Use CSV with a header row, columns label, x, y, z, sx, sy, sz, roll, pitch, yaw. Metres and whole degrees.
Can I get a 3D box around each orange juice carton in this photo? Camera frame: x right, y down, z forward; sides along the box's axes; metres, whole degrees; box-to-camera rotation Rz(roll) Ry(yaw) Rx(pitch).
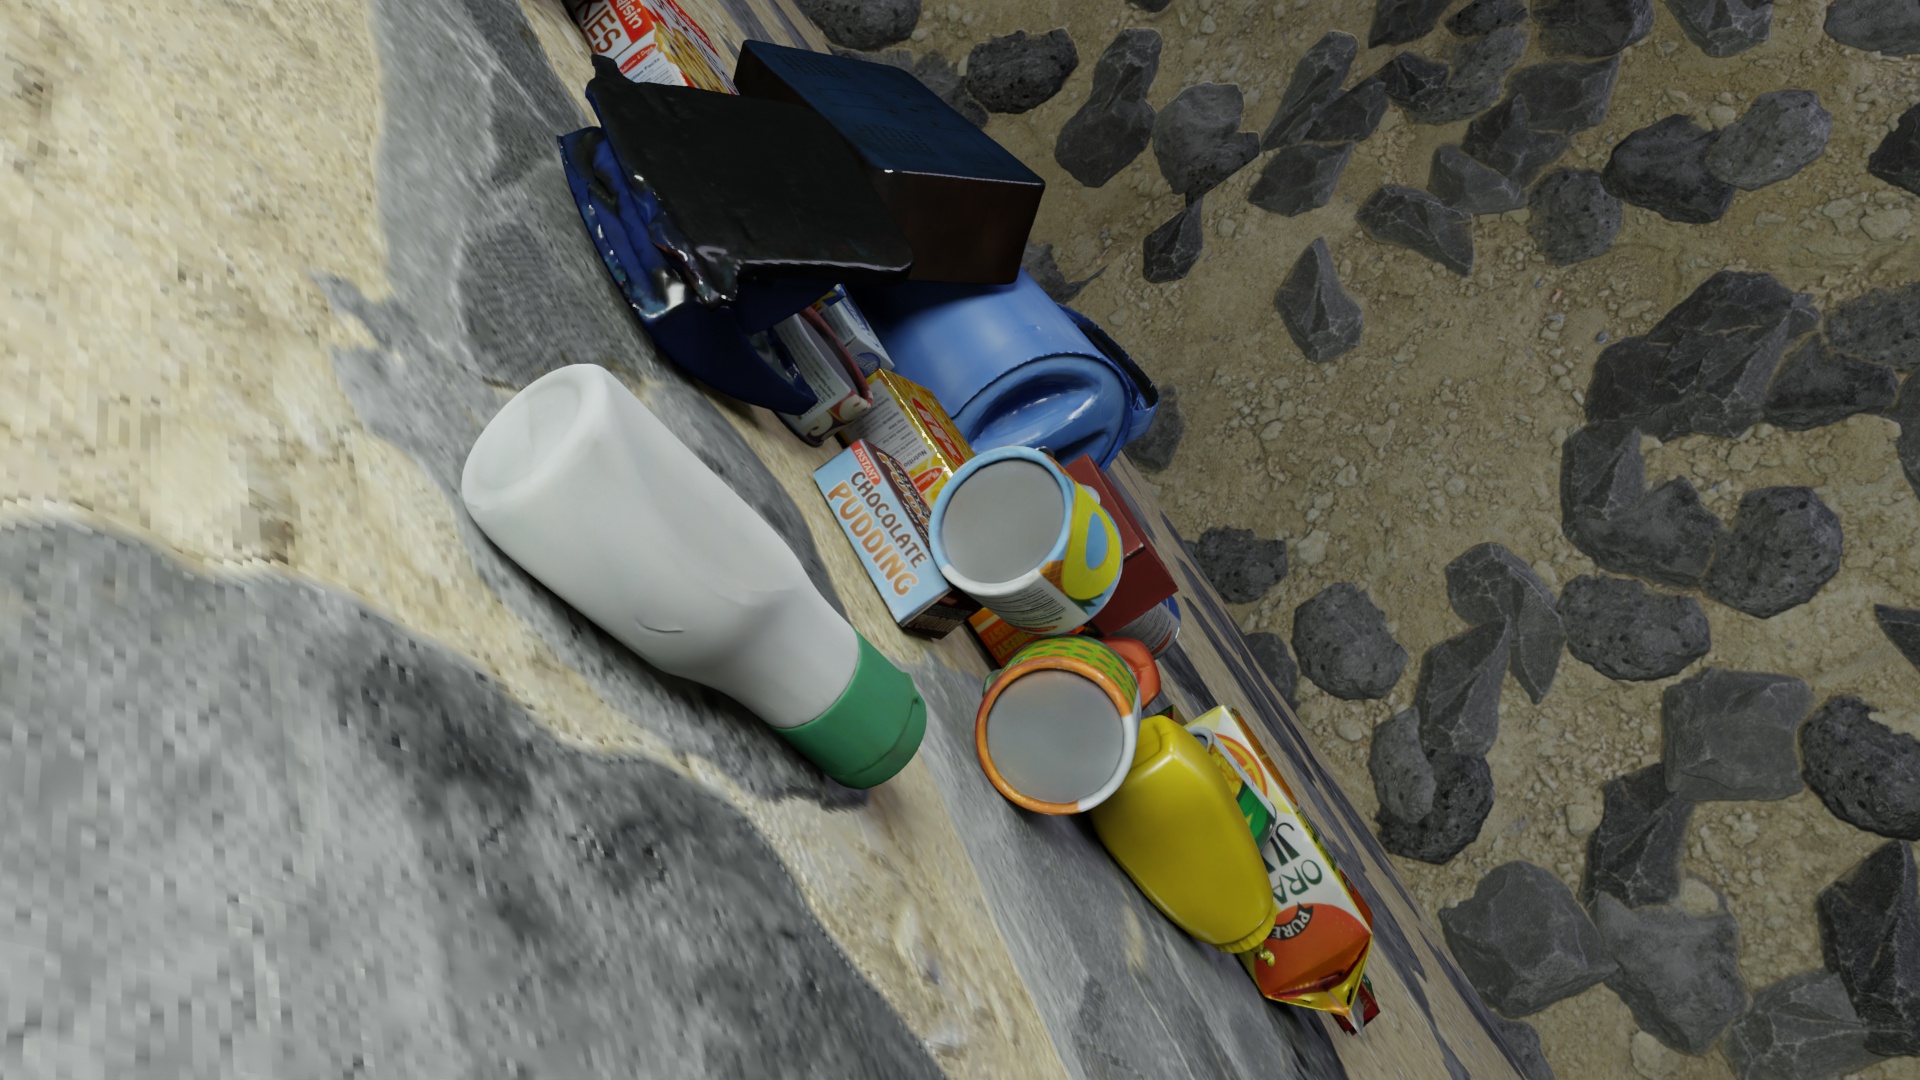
label,x,y,z,sx,sy,sz,roll,pitch,yaw
orange juice carton,0.180,0.195,0.814,0.193,0.073,0.072,58,10,15

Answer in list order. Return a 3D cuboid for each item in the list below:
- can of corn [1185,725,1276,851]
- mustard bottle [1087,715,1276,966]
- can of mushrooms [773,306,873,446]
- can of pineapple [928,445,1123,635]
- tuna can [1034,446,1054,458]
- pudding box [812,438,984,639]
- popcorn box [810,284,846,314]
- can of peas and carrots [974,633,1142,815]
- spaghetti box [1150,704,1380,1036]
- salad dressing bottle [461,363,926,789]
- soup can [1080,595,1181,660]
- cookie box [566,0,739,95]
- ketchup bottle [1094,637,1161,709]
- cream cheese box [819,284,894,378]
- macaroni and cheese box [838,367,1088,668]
label,x,y,z,sx,sy,sz,roll,pitch,yaw
can of corn,0.125,0.145,0.752,0.058,0.071,0.071,51,11,-12
mustard bottle,0.117,0.158,0.684,0.159,0.065,0.049,57,14,-26
can of mushrooms,-0.073,-0.081,0.653,0.071,0.033,0.071,52,11,-14
can of pineapple,0.028,-0.001,0.584,0.057,0.071,0.071,39,19,-56
tuna can,0.036,-0.023,0.860,0.071,0.071,0.033,42,17,-53
pudding box,-0.026,0.000,0.613,0.084,0.030,0.049,59,10,20
popcorn box,-0.117,-0.166,0.711,0.085,0.038,0.126,57,11,18
can of peas and carrots,0.040,0.075,0.584,0.071,0.071,0.059,55,10,1
spaghetti box,0.208,0.226,0.966,0.250,0.028,0.050,55,11,1
salad dressing bottle,-0.062,0.017,0.366,0.147,0.044,0.064,48,10,-40
soup can,0.114,0.047,1.010,0.083,0.071,0.071,39,19,-57
cookie box,-0.165,-0.263,0.801,0.168,0.040,0.123,61,11,25
ketchup bottle,0.074,0.079,0.739,0.148,0.065,0.043,46,24,-79
cream cheese box,-0.082,-0.144,0.838,0.104,0.024,0.053,59,12,22
macaroni and cheese box,0.003,-0.009,0.749,0.166,0.040,0.124,56,10,6
